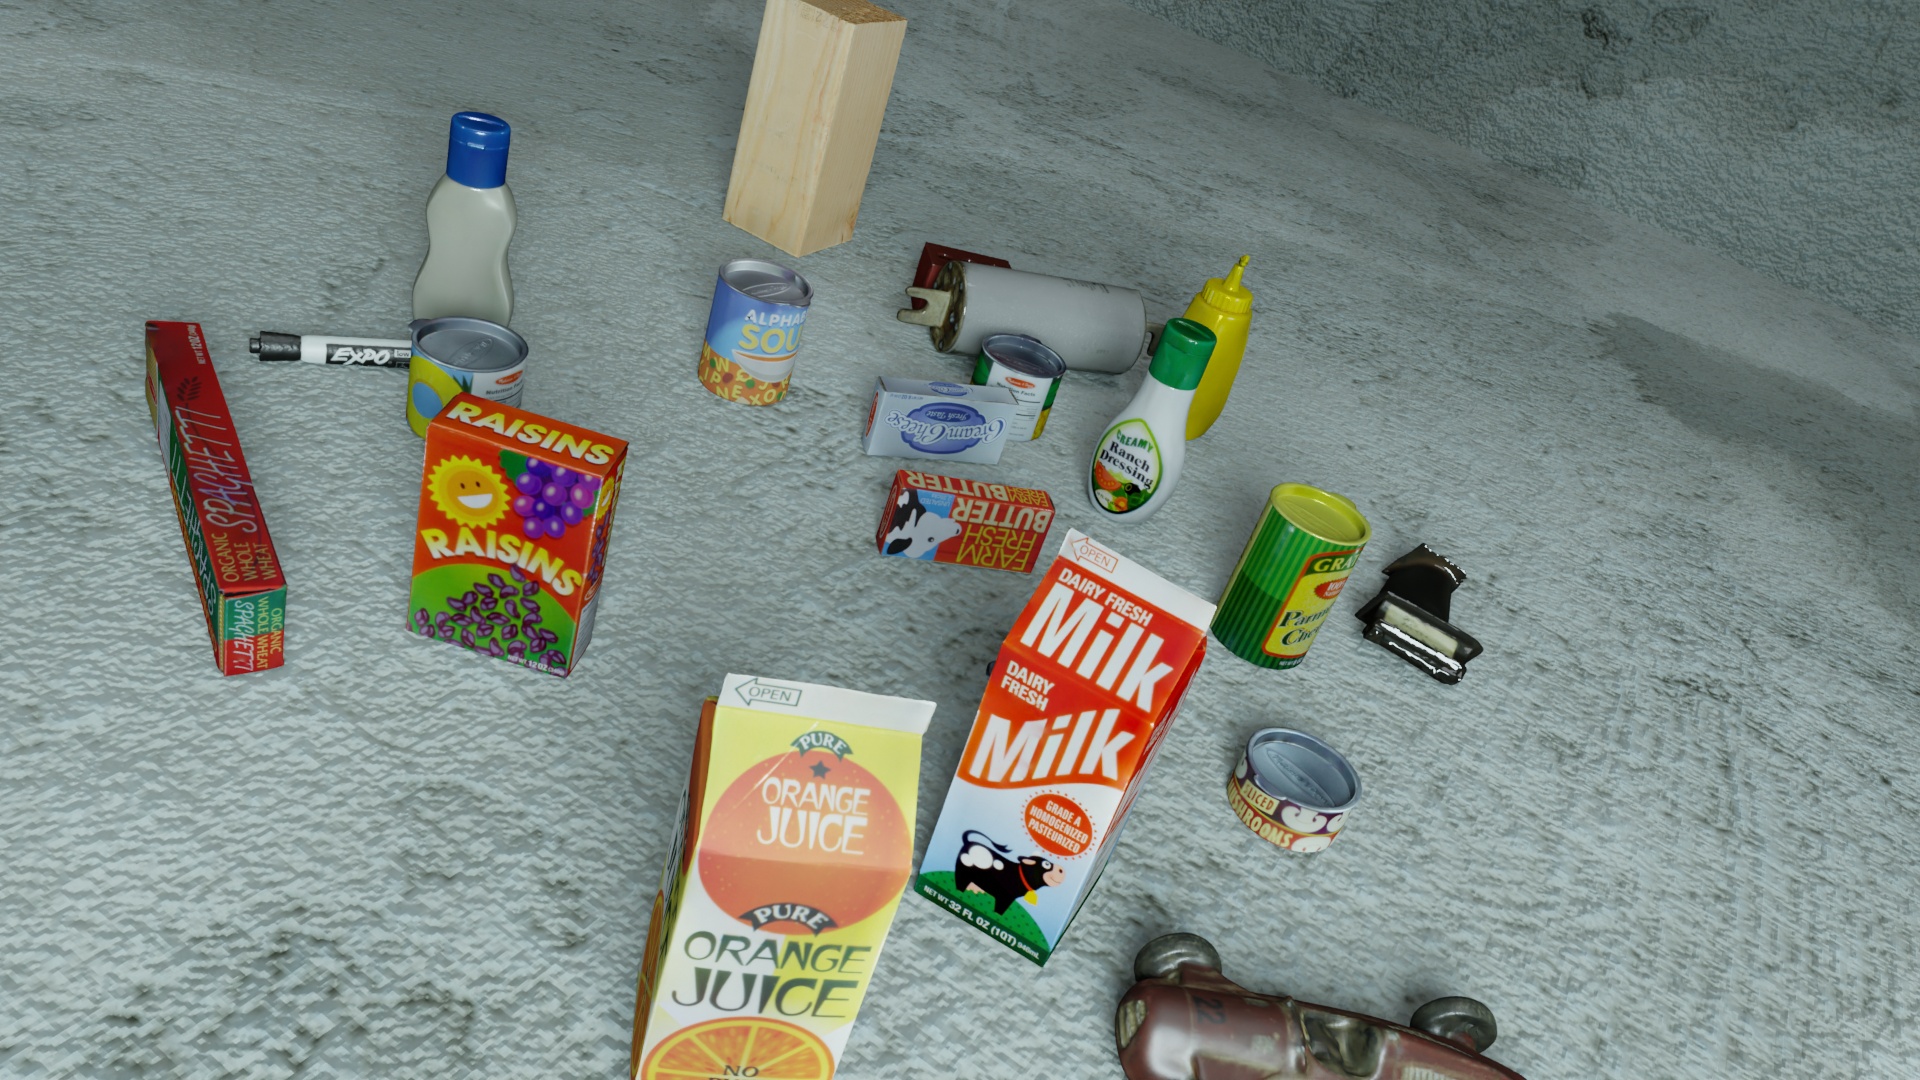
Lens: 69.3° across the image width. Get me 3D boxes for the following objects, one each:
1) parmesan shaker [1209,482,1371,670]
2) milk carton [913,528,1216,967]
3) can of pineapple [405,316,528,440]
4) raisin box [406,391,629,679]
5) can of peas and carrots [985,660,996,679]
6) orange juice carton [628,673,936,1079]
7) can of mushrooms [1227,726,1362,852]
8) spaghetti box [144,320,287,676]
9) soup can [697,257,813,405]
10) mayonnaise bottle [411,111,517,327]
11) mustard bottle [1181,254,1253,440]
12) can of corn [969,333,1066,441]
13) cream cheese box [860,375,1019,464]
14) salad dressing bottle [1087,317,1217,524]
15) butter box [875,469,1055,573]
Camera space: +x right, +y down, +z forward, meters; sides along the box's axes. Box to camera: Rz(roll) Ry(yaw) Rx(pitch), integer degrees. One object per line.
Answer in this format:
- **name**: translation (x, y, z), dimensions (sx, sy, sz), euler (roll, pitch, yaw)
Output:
- **parmesan shaker**: translation (0.210, 0.023, 0.885), dimensions (0.071, 0.102, 0.072), euler (14, 31, -9)
- **milk carton**: translation (0.048, 0.088, 0.614), dimensions (0.072, 0.189, 0.074), euler (28, 32, 15)
- **can of pineapple**: translation (-0.300, -0.096, 0.840), dimensions (0.071, 0.057, 0.071), euler (14, 32, -9)
- **raisin box**: translation (-0.216, -0.001, 0.676), dimensions (0.086, 0.122, 0.040), euler (18, 31, -2)
- **can of peas and carrots**: translation (0.039, 0.099, 0.718), dimensions (0.071, 0.058, 0.071), euler (14, 32, -9)
- **orange juice carton**: translation (-0.067, 0.124, 0.494), dimensions (0.072, 0.191, 0.073), euler (10, 32, -14)
- **can of mushrooms**: translation (0.180, 0.136, 0.759), dimensions (0.071, 0.033, 0.071), euler (14, 32, -9)
- **spaghetti box**: translation (-0.380, -0.030, 0.702), dimensions (0.029, 0.050, 0.251), euler (-6, 39, -35)
- **soup can**: translation (-0.143, -0.145, 0.976), dimensions (0.071, 0.083, 0.072), euler (14, 31, -9)
- **mayonnaise bottle**: translation (-0.321, -0.204, 0.911), dimensions (0.065, 0.147, 0.041), euler (10, 32, -15)
- **mustard bottle**: translation (0.196, -0.156, 1.101), dimensions (0.065, 0.159, 0.049), euler (-12, 43, -41)
- **can of corn**: translation (0.040, -0.117, 1.055), dimensions (0.071, 0.058, 0.071), euler (14, 32, -9)
- **cream cheese box**: translation (-0.015, -0.084, 0.979), dimensions (0.104, 0.053, 0.024), euler (2, 35, -25)
- **salad dressing bottle**: translation (0.134, -0.082, 0.966), dimensions (0.064, 0.146, 0.044), euler (34, 34, 23)
- **butter box**: translation (0.003, -0.011, 0.875), dimensions (0.103, 0.052, 0.024), euler (7, 33, -18)
